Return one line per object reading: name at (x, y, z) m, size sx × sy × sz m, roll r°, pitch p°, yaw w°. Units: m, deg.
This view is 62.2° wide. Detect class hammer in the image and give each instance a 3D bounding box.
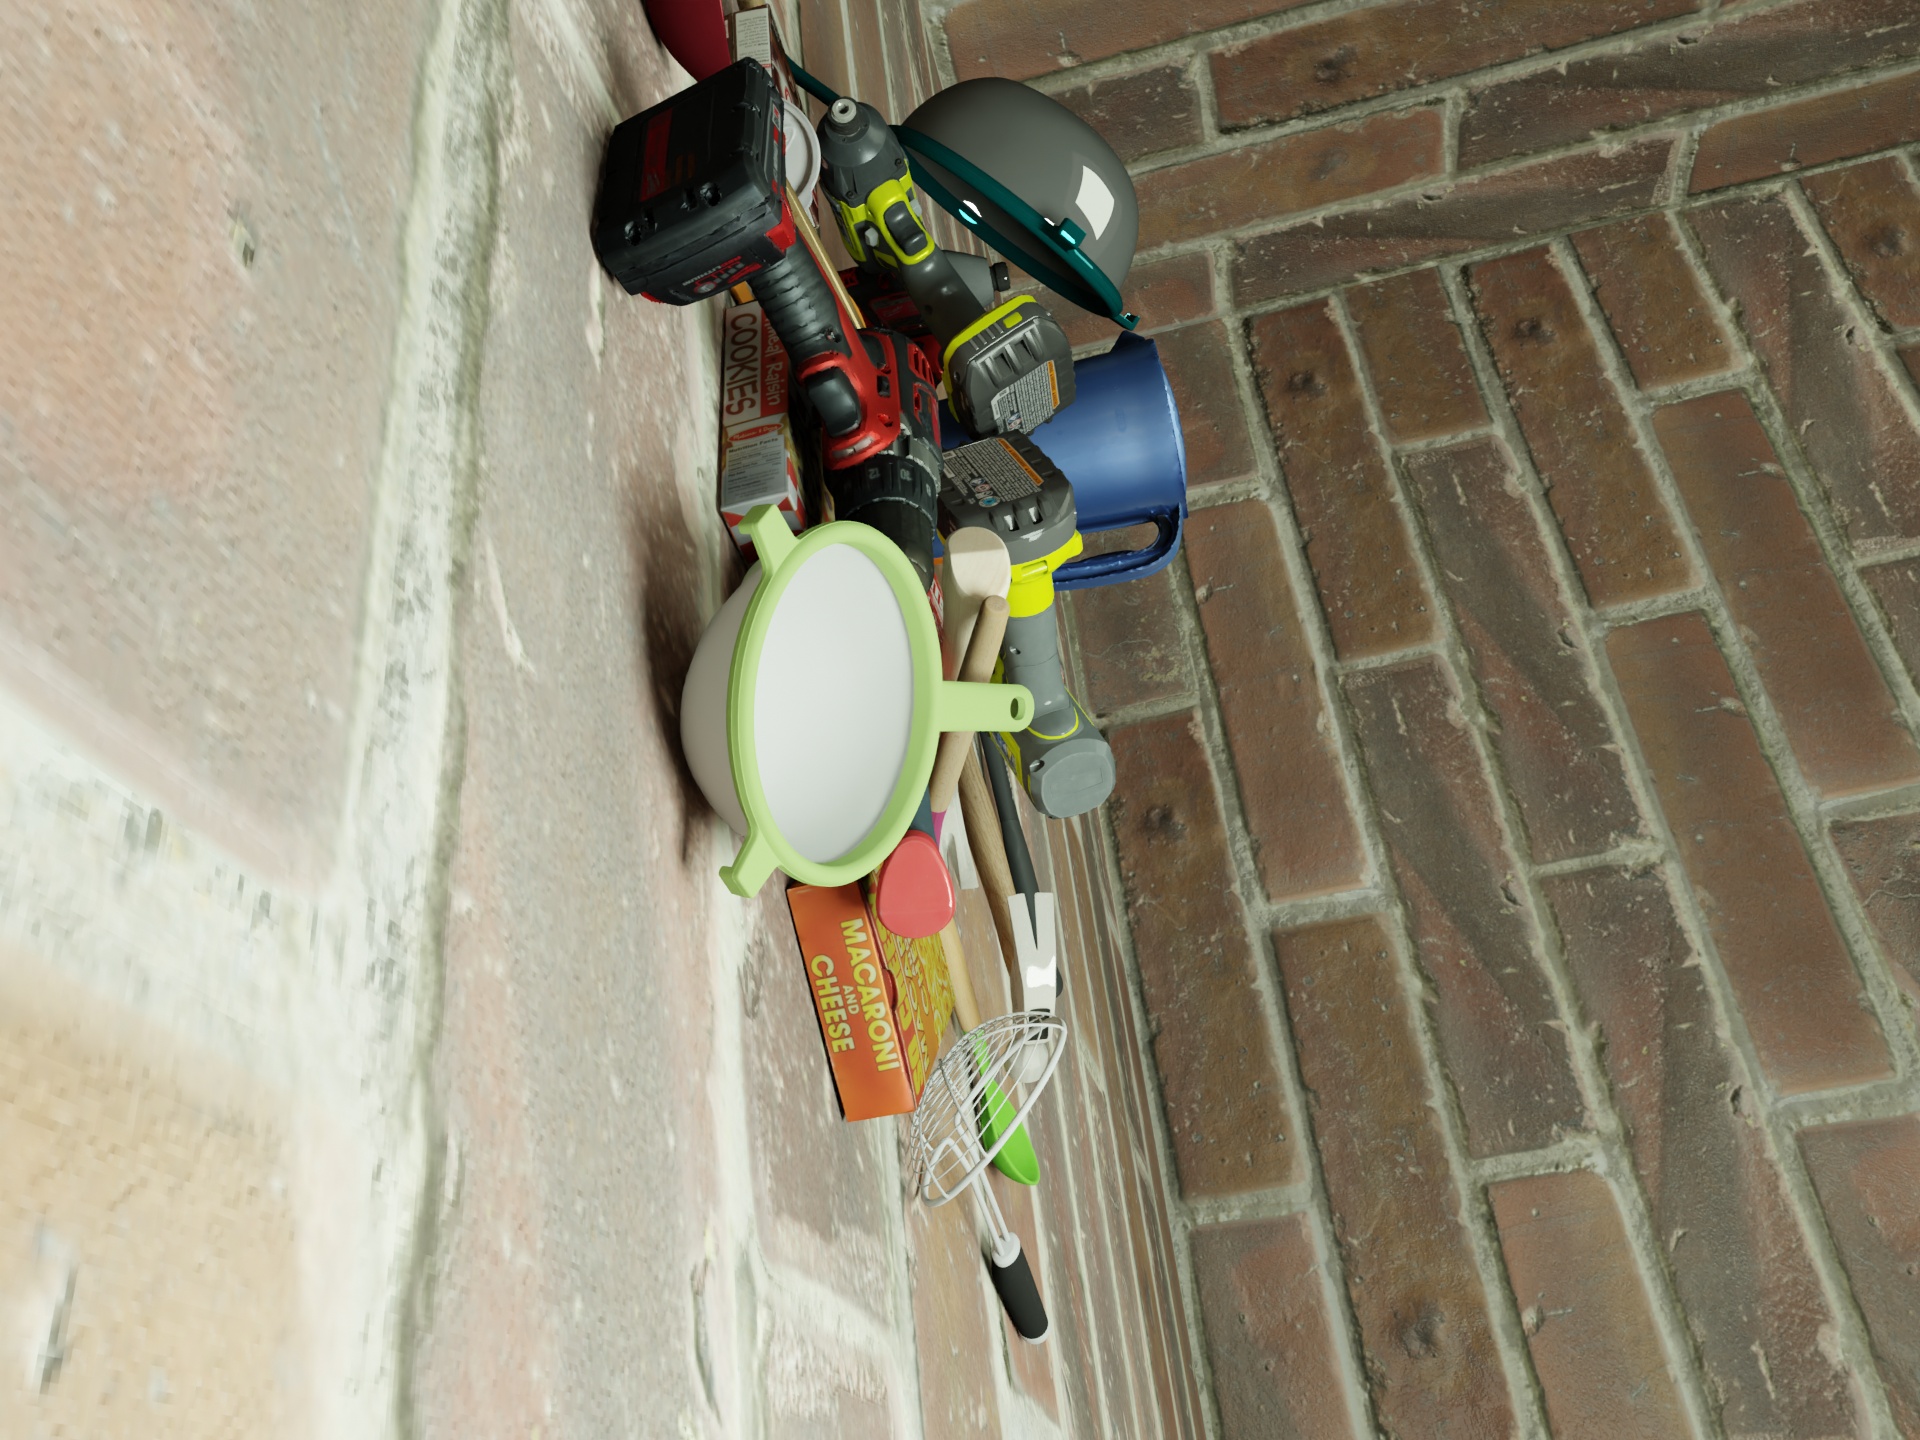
hammer at (0.021, 0.096, 1.180) m, size 0.332 × 0.031 × 0.130 m, roll -107°, pitch -163°, yaw -47°
hammer at (-0.036, -0.008, 0.892) m, size 0.387 × 0.038 × 0.143 m, roll -98°, pitch -172°, yaw -55°
hammer at (0.051, 0.112, 1.547) m, size 0.146 × 0.035 × 0.334 m, roll -61°, pitch 138°, yaw -79°
hammer at (-0.002, -0.003, 0.982) m, size 0.410 × 0.038 × 0.146 m, roll 102°, pitch -20°, yaw -72°

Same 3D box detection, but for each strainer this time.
strainer at (0.006, -0.424, 1.143) m, size 0.340 × 0.095 × 0.211 m, roll 40°, pitch 8°, yaw 17°
strainer at (-0.048, -0.008, 0.717) m, size 0.256 × 0.069 × 0.151 m, roll 0°, pitch 93°, yaw -62°

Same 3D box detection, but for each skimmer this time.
skimmer at (0.041, 0.309, 0.984) m, size 0.127 × 0.090 × 0.362 m, roll -54°, pitch 145°, yaw -34°

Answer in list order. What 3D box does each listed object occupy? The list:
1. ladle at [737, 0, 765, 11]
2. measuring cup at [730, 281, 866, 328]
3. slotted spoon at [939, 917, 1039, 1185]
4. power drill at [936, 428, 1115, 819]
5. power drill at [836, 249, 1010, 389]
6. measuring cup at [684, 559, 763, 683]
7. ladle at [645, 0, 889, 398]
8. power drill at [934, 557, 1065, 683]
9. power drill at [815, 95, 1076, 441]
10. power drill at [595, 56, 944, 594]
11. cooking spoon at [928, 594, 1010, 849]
ladle at (-0.151, -0.477, 1.016) m, size 0.320 × 0.062 × 0.078 m, roll 76°, pitch 3°, yaw -72°
measuring cup at (-0.097, -0.242, 0.937) m, size 0.173 × 0.052 × 0.095 m, roll 59°, pitch 26°, yaw -58°
slotted spoon at (0.001, 0.190, 1.109) m, size 0.070 × 0.031 × 0.313 m, roll -78°, pitch 153°, yaw -72°
power drill at (0.033, -0.070, 1.060) m, size 0.191 × 0.080 × 0.228 m, roll -121°, pitch -164°, yaw -54°
power drill at (-0.017, -0.258, 1.237) m, size 0.079 × 0.143 × 0.219 m, roll -97°, pitch 173°, yaw -50°
measuring cup at (-0.098, -0.035, 0.749) m, size 0.167 × 0.038 × 0.083 m, roll -37°, pitch 118°, yaw -63°
ladle at (-0.094, -0.278, 0.869) m, size 0.069 × 0.031 × 0.315 m, roll -2°, pitch -61°, yaw 60°
power drill at (0.034, -0.108, 1.475) m, size 0.164 × 0.084 × 0.226 m, roll -72°, pitch 139°, yaw -75°
power drill at (-0.019, -0.297, 1.055) m, size 0.223 × 0.080 × 0.171 m, roll 55°, pitch -1°, yaw 13°
power drill at (-0.074, -0.170, 0.753) m, size 0.226 × 0.080 × 0.188 m, roll 52°, pitch 24°, yaw -44°
cooking spoon at (-0.010, 0.032, 0.900) m, size 0.318 × 0.017 × 0.069 m, roll 107°, pitch -16°, yaw -54°
